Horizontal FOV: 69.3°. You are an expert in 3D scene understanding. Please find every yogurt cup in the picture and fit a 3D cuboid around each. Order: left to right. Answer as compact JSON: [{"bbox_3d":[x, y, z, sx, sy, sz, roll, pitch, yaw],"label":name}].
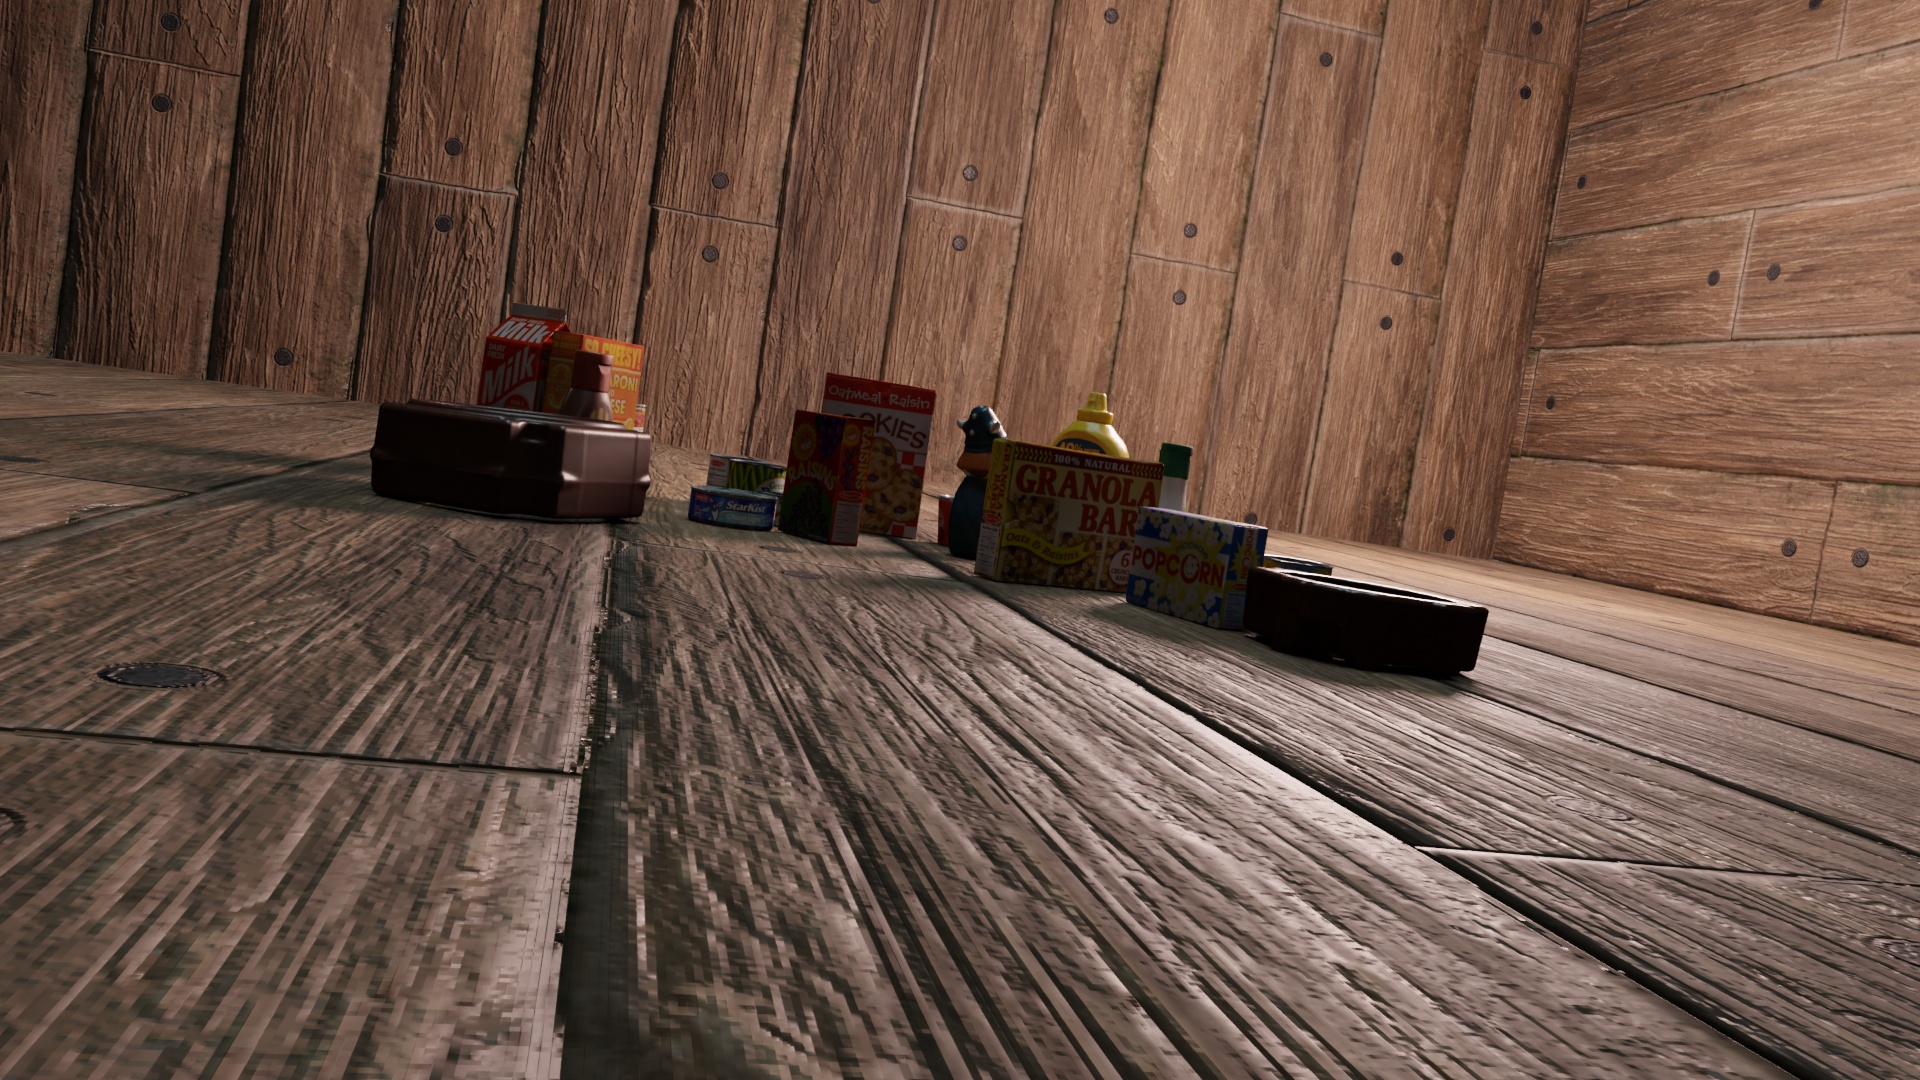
[{"bbox_3d":[0.005,-0.019,1.522,0.072,0.054,0.072,9,4,0],"label":"yogurt cup"}]

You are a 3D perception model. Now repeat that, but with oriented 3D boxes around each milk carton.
[{"bbox_3d":[-0.458,-0.154,1.470,0.072,0.190,0.073,10,4,19],"label":"milk carton"}]

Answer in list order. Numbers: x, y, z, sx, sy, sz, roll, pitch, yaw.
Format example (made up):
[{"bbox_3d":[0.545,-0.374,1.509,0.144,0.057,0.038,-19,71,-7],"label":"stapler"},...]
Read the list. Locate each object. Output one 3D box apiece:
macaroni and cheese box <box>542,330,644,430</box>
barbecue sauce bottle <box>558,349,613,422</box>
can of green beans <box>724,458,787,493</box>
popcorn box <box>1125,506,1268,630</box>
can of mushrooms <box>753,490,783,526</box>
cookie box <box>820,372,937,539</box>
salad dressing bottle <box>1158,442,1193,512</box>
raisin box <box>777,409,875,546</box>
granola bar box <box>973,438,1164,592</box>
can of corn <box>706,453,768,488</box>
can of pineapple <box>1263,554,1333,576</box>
[{"bbox_3d":[-0.395,-0.133,1.478,0.040,0.166,0.124,10,4,17],"label":"macaroni and cheese box"},{"bbox_3d":[-0.367,-0.110,1.357,0.043,0.148,0.065,11,4,34],"label":"barbecue sauce bottle"},{"bbox_3d":[-0.228,-0.057,1.538,0.071,0.057,0.071,9,4,0],"label":"can of green beans"},{"bbox_3d":[0.193,0.021,1.150,0.038,0.085,0.127,6,5,-31],"label":"popcorn box"},{"bbox_3d":[-0.185,-0.032,1.457,0.071,0.033,0.071,8,4,0],"label":"can of mushrooms"},{"bbox_3d":[-0.099,-0.093,1.531,0.123,0.167,0.040,8,4,-8],"label":"cookie box"},{"bbox_3d":[0.234,-0.036,1.572,0.044,0.147,0.064,9,4,12],"label":"salad dressing bottle"},{"bbox_3d":[-0.131,-0.062,1.354,0.040,0.123,0.086,5,5,-43],"label":"raisin box"},{"bbox_3d":[0.100,-0.020,1.253,0.166,0.124,0.039,6,4,-30],"label":"granola bar box"},{"bbox_3d":[-0.257,-0.067,1.599,0.071,0.058,0.071,9,4,0],"label":"can of corn"},{"bbox_3d":[0.284,0.045,1.205,0.071,0.058,0.071,9,4,0],"label":"can of pineapple"}]
